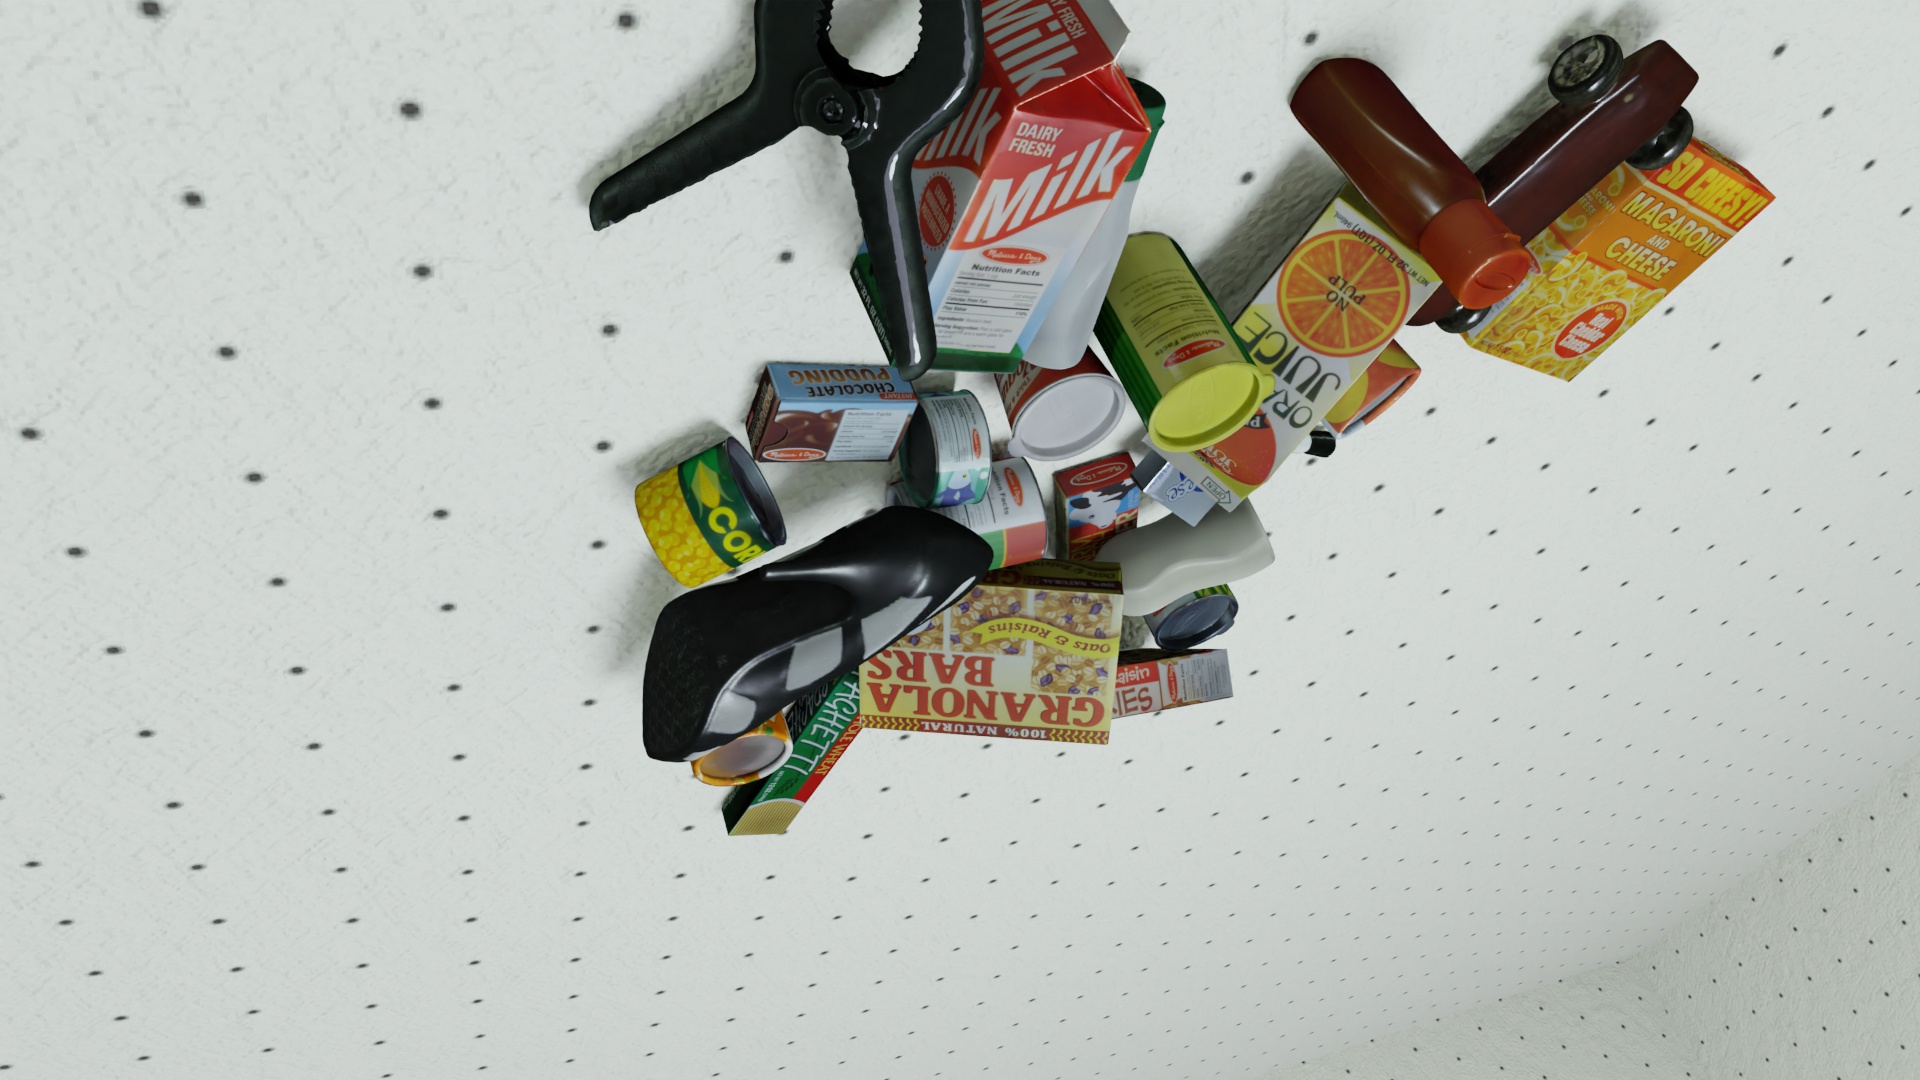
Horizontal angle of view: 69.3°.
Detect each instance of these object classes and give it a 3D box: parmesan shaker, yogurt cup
[{"bbox_3d":[0.114,-0.108,0.747,0.071,0.103,0.071,-15,145,-11],"label":"parmesan shaker"},{"bbox_3d":[0.053,-0.086,0.784,0.072,0.054,0.072,-16,145,-11],"label":"yogurt cup"}]

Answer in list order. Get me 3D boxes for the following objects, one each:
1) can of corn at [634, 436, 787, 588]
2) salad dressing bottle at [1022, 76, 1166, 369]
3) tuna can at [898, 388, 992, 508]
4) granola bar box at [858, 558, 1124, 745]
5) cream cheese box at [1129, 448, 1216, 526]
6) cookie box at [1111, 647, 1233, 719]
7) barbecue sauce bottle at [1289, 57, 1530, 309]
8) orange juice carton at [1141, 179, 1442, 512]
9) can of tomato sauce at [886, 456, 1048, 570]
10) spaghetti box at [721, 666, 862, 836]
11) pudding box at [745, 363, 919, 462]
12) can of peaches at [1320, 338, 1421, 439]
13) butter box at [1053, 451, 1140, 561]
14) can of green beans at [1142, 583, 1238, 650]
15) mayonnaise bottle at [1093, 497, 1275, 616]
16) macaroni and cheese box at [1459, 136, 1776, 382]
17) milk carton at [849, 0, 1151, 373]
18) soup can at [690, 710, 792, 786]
[{"bbox_3d":[-0.136,-0.013,0.758,0.058,0.071,0.071,-26,146,6],"label":"can of corn"},{"bbox_3d":[0.062,-0.157,0.694,0.044,0.064,0.146,25,130,7],"label":"salad dressing bottle"},{"bbox_3d":[-0.011,-0.051,0.787,0.033,0.071,0.070,-7,143,-22],"label":"tuna can"},{"bbox_3d":[0.018,0.069,0.902,0.166,0.039,0.123,4,122,3],"label":"granola bar box"},{"bbox_3d":[0.161,-0.063,0.877,0.053,0.024,0.103,31,106,-33],"label":"cream cheese box"},{"bbox_3d":[0.098,0.109,1.038,0.168,0.040,0.123,-7,179,-23],"label":"cookie box"},{"bbox_3d":[0.220,-0.175,0.676,0.065,0.149,0.043,4,137,-35],"label":"barbecue sauce bottle"},{"bbox_3d":[0.184,-0.104,0.788,0.191,0.072,0.073,-53,177,32],"label":"orange juice carton"},{"bbox_3d":[0.003,-0.011,0.847,0.083,0.071,0.070,-13,145,-14],"label":"can of tomato sauce"},{"bbox_3d":[-0.108,0.143,1.026,0.050,0.029,0.248,5,137,-34],"label":"spaghetti box"},{"bbox_3d":[-0.070,-0.069,0.757,0.084,0.030,0.049,-3,142,-28],"label":"pudding box"},{"bbox_3d":[0.238,-0.105,0.847,0.071,0.058,0.071,-33,164,-11],"label":"can of peaches"},{"bbox_3d":[0.091,-0.014,0.933,0.053,0.024,0.103,-18,145,-7],"label":"butter box"},{"bbox_3d":[0.161,0.038,1.015,0.071,0.058,0.071,-16,145,-11],"label":"can of green beans"},{"bbox_3d":[0.128,0.017,0.919,0.148,0.065,0.041,-24,138,8],"label":"mayonnaise bottle"},{"bbox_3d":[0.407,-0.181,0.877,0.124,0.040,0.165,8,135,-38],"label":"macaroni and cheese box"},{"bbox_3d":[0.021,-0.169,0.636,0.073,0.072,0.189,0,141,-30],"label":"milk carton"},{"bbox_3d":[-0.153,0.108,0.901,0.071,0.084,0.071,-15,145,-11],"label":"soup can"}]
